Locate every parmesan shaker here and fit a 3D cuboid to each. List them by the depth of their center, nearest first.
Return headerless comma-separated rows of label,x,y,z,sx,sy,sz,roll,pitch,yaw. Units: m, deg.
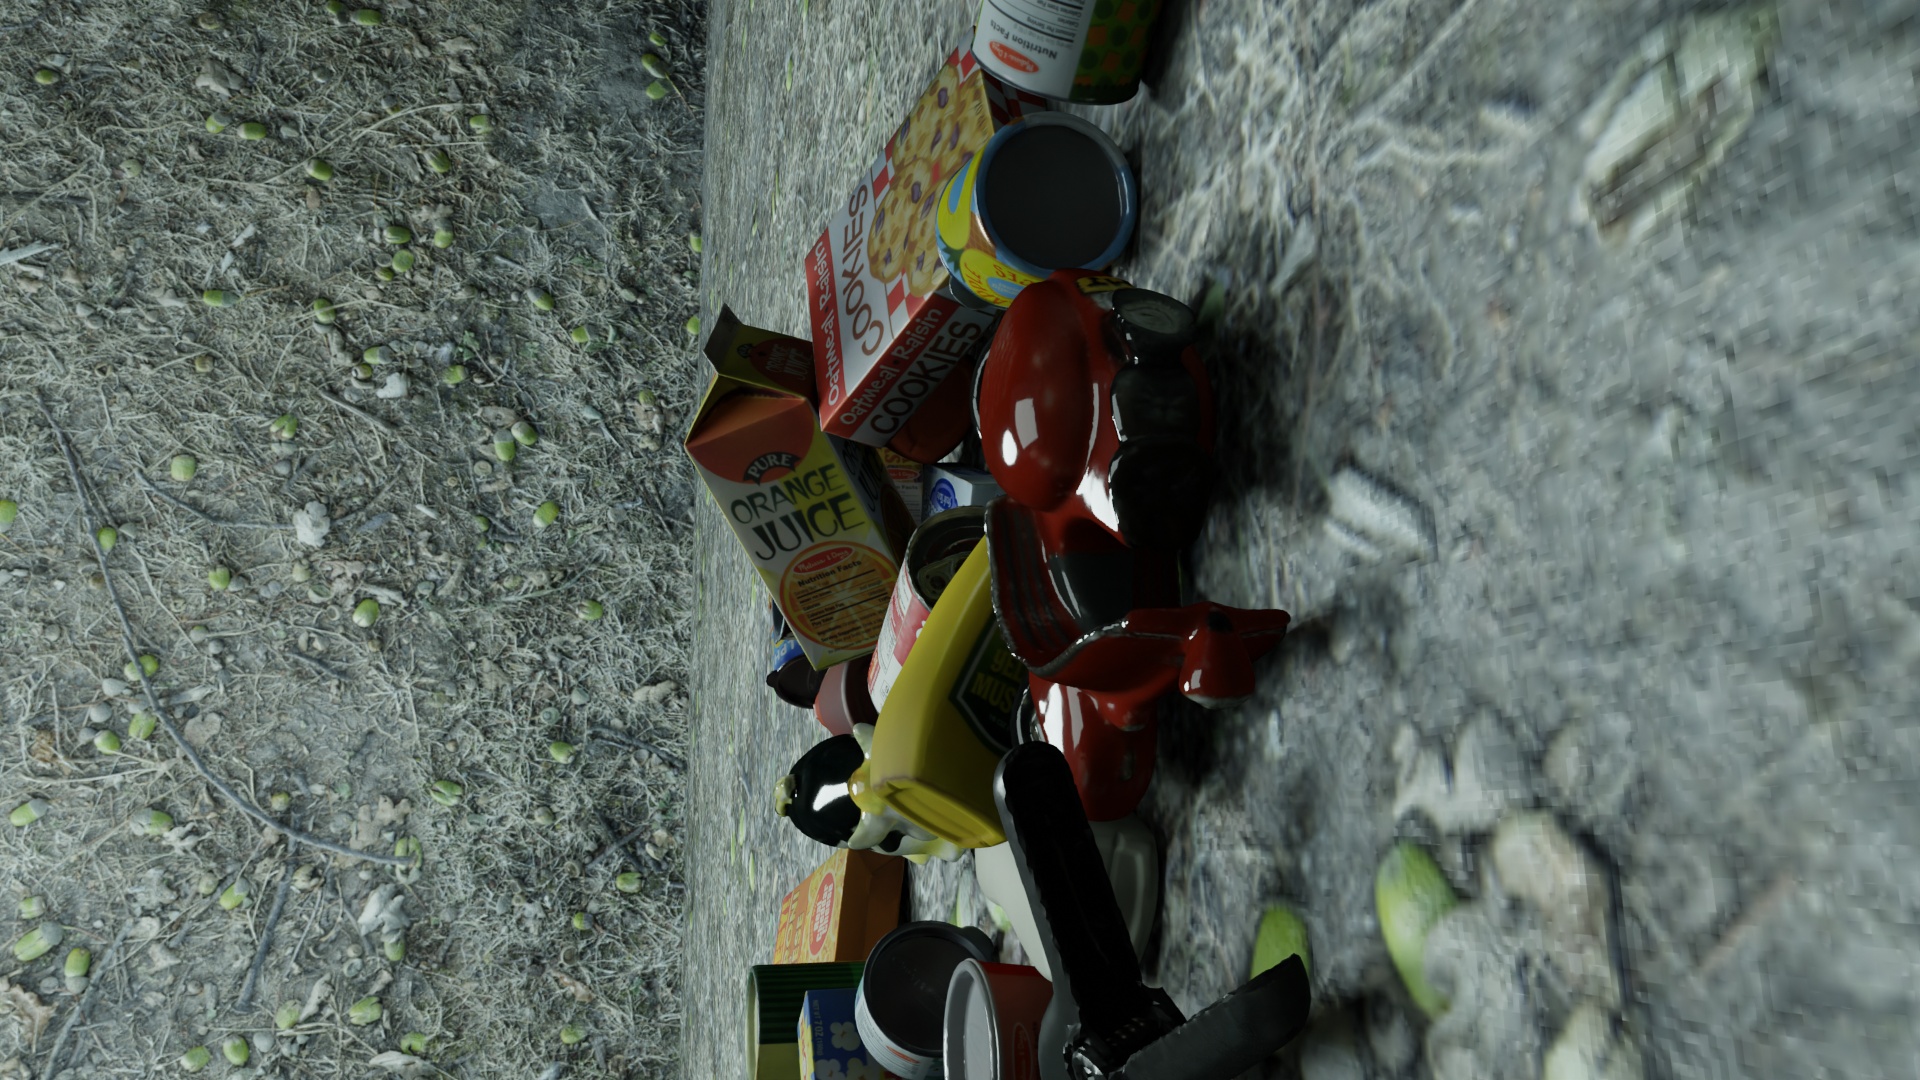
parmesan shaker,-0.060,0.256,0.739,0.071,0.103,0.071,-176,89,-75

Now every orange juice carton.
orange juice carton,-0.085,-0.032,0.744,0.072,0.073,0.192,-86,-28,-61

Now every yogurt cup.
yogurt cup,0.027,0.191,0.519,0.072,0.054,0.072,-176,89,-75

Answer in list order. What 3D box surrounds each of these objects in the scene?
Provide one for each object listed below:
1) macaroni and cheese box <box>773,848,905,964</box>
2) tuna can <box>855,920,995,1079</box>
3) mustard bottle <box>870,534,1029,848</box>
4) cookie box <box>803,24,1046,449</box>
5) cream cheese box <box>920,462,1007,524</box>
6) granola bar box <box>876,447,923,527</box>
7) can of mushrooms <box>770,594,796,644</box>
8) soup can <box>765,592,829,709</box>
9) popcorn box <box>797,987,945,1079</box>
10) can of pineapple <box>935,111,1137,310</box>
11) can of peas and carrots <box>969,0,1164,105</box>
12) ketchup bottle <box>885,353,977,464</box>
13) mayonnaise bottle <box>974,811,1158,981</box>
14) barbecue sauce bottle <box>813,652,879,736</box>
macaroni and cheese box,-0.084,0.274,0.883,0.165,0.040,0.124,129,152,-57
tuna can,-0.014,0.215,0.654,0.032,0.071,0.071,108,159,-47
mustard bottle,0.020,0.034,0.527,0.048,0.065,0.161,-26,35,53
cookie box,-0.017,-0.142,0.672,0.166,0.040,0.123,-45,41,40
cream cheese box,0.003,-0.009,0.703,0.104,0.024,0.053,-150,62,-73
granola bar box,-0.061,-0.007,0.908,0.164,0.039,0.125,116,152,-56
can of mushrooms,-0.106,0.036,0.927,0.071,0.033,0.071,-178,89,-73
soup can,-0.107,0.069,1.008,0.071,0.071,0.084,107,159,-44
popcorn box,-0.029,0.277,0.656,0.038,0.085,0.127,106,160,-43
can of pineapple,0.028,-0.126,0.544,0.058,0.071,0.071,174,98,-75
can of peas and carrots,0.043,-0.202,0.510,0.071,0.071,0.058,-104,23,-47
ketchup bottle,-0.029,-0.082,0.782,0.064,0.043,0.149,-59,17,2
mayonnaise bottle,0.032,0.120,0.544,0.148,0.041,0.064,-163,83,-76
barbecue sauce bottle,-0.068,0.106,0.906,0.148,0.044,0.065,148,110,-73
